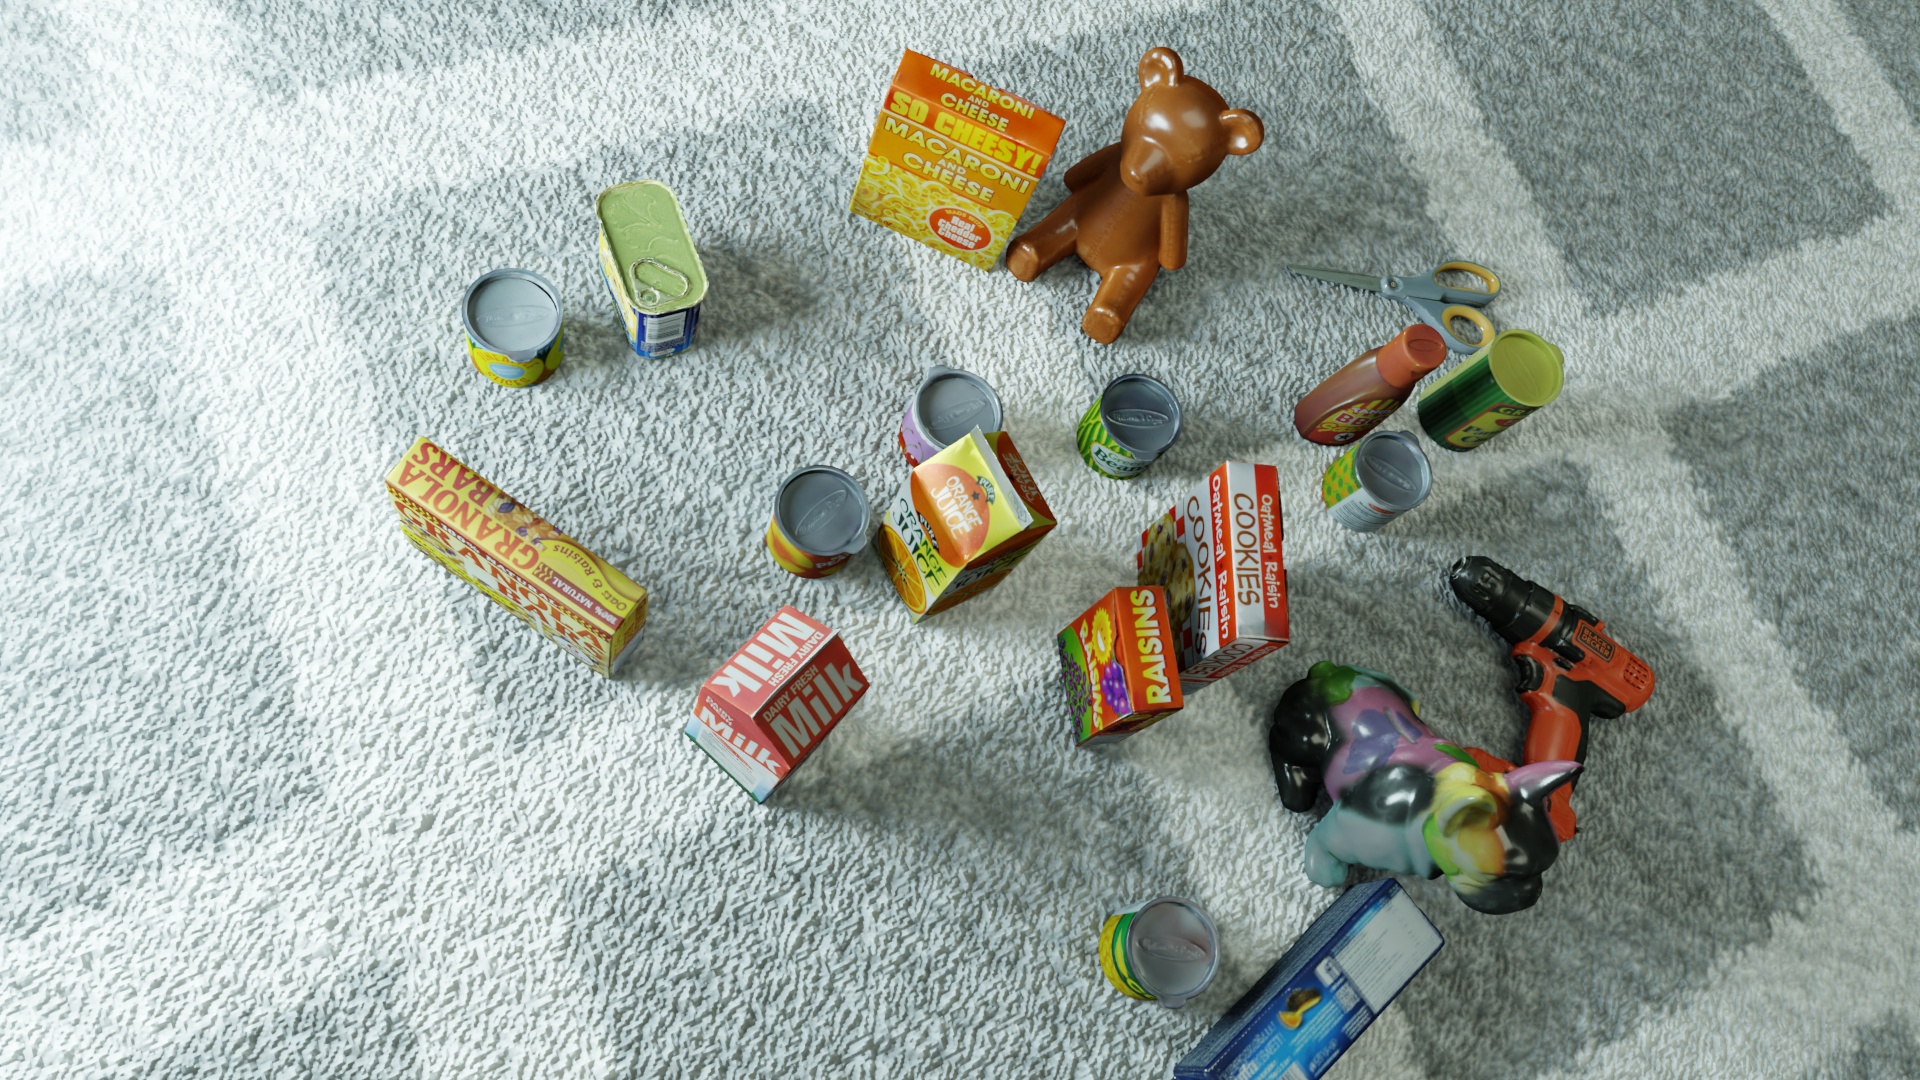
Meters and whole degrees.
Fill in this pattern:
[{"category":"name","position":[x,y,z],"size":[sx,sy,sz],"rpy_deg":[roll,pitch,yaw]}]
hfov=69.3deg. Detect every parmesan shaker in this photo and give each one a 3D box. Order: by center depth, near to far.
[{"category":"parmesan shaker","position":[0.430,-0.120,1.126],"size":[0.071,0.102,0.071],"rpy_deg":[5,71,-13]}]

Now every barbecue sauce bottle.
[{"category":"barbecue sauce bottle","position":[0.318,-0.119,1.071],"size":[0.065,0.148,0.044],"rpy_deg":[0,72,-15]}]

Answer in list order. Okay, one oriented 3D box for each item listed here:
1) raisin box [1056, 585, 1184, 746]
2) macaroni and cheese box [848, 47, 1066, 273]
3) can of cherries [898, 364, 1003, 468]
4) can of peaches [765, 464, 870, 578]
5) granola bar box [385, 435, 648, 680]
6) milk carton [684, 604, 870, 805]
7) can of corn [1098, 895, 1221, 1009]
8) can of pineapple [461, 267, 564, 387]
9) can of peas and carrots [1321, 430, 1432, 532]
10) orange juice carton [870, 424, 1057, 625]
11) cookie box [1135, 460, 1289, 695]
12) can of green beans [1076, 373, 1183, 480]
[{"category":"raisin box","position":[0.107,0.088,0.956],"size":[0.040,0.123,0.086],"rpy_deg":[-2,72,-16]},{"category":"macaroni and cheese box","position":[-0.007,-0.277,1.029],"size":[0.124,0.166,0.040],"rpy_deg":[23,68,-7]},{"category":"can of cherries","position":[-0.009,-0.087,1.021],"size":[0.071,0.058,0.071],"rpy_deg":[5,70,-13]},{"category":"can of peaches","position":[-0.099,-0.010,0.970],"size":[0.071,0.058,0.071],"rpy_deg":[5,70,-13]},{"category":"granola bar box","position":[-0.278,0.016,0.877],"size":[0.165,0.123,0.039],"rpy_deg":[35,67,-1]},{"category":"milk carton","position":[-0.113,0.101,0.856],"size":[0.073,0.190,0.072],"rpy_deg":[43,67,2]},{"category":"can of corn","position":[0.132,0.277,0.932],"size":[0.071,0.058,0.071],"rpy_deg":[5,70,-13]},{"category":"can of pineapple","position":[-0.309,-0.144,0.961],"size":[0.071,0.057,0.071],"rpy_deg":[5,70,-13]},{"category":"can of peas and carrots","position":[0.329,-0.048,1.098],"size":[0.071,0.058,0.071],"rpy_deg":[5,70,-13]},{"category":"orange juice carton","position":[0.003,-0.012,0.925],"size":[0.073,0.192,0.072],"rpy_deg":[-24,79,-21]},{"category":"cookie box","position":[0.173,0.031,0.969],"size":[0.040,0.166,0.123],"rpy_deg":[5,71,-13]},{"category":"can of green beans","position":[0.128,-0.086,1.057],"size":[0.071,0.057,0.071],"rpy_deg":[5,70,-13]}]
